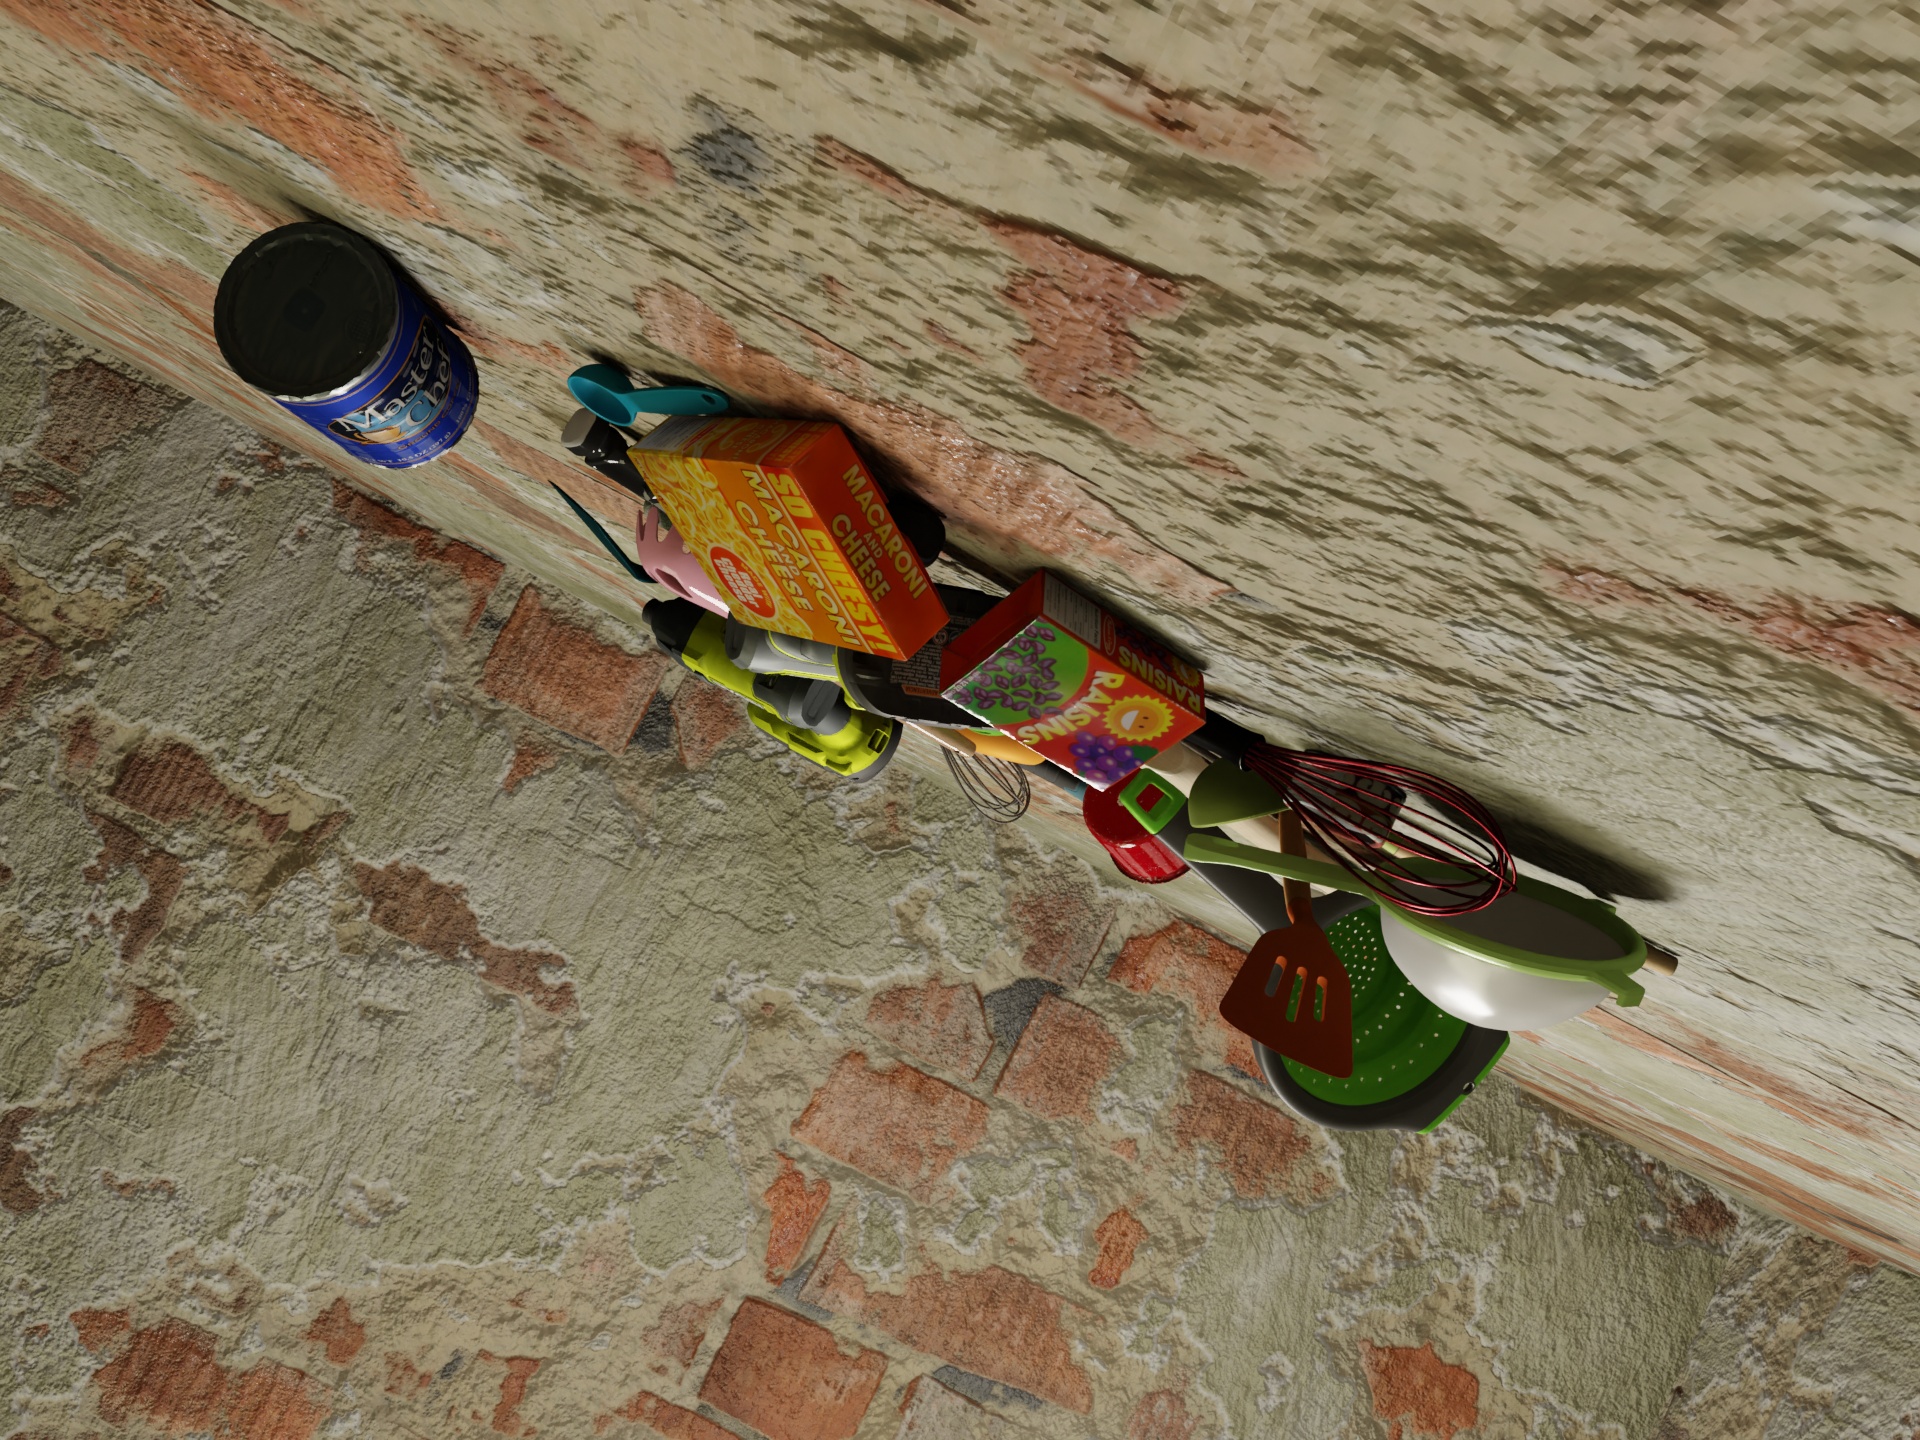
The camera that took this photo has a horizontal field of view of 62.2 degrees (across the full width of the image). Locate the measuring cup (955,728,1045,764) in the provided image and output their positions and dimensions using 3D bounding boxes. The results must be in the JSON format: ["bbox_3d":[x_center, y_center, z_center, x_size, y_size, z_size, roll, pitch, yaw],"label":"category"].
[{"bbox_3d":[-0.002,-0.004,1.247,0.173,0.052,0.095,11,-175,-29],"label":"measuring cup"}]

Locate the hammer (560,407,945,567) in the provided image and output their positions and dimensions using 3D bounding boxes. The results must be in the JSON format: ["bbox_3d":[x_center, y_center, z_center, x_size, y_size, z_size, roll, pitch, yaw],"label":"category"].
[{"bbox_3d":[-0.117,-0.130,0.957,0.127,0.034,0.337,33,172,-40],"label":"hammer"}]

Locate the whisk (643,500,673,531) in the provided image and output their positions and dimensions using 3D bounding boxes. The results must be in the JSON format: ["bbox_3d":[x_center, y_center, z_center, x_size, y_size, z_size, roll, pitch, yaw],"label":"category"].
[{"bbox_3d":[-0.144,-0.116,1.187,0.246,0.059,0.057,29,138,23],"label":"whisk"}]

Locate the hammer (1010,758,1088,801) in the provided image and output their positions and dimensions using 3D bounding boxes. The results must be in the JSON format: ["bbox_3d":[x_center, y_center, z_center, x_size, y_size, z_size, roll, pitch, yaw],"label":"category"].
[{"bbox_3d":[-0.019,-0.011,1.398,0.331,0.033,0.128,28,175,14],"label":"hammer"}]

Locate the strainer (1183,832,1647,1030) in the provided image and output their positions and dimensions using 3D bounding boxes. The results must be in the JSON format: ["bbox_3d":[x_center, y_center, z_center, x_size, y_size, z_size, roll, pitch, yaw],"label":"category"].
[{"bbox_3d":[0.249,0.123,0.906,0.256,0.069,0.151,13,-165,13],"label":"strainer"}]

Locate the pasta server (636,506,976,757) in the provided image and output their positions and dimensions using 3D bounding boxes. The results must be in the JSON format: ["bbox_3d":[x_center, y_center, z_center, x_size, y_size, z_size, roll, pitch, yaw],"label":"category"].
[{"bbox_3d":[-0.102,-0.053,1.128,0.316,0.040,0.060,32,163,-33],"label":"pasta server"}]

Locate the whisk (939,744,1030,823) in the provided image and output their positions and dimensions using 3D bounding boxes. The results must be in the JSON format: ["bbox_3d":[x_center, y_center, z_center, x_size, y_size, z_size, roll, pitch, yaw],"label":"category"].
[{"bbox_3d":[-0.026,-0.008,1.323,0.239,0.055,0.055,47,171,-7],"label":"whisk"}]

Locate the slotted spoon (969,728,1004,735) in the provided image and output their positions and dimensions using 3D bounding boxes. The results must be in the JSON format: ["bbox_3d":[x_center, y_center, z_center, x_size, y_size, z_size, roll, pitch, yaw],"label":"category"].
[{"bbox_3d":[-0.072,-0.064,1.206,0.314,0.031,0.070,34,-178,32],"label":"slotted spoon"}]

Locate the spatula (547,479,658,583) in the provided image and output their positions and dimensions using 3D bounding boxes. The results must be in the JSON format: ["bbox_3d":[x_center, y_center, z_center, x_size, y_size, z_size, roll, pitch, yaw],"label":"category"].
[{"bbox_3d":[-0.185,-0.113,1.255,0.317,0.044,0.082,15,-163,-46],"label":"spatula"}]

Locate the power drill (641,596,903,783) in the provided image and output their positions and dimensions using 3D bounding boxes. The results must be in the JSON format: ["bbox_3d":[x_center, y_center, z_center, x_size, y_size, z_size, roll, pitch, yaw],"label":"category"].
[{"bbox_3d":[-0.148,-0.030,1.281,0.171,0.080,0.223,26,173,23],"label":"power drill"}]

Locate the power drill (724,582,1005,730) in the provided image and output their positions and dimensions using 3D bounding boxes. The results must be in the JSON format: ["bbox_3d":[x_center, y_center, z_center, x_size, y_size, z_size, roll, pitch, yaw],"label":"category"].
[{"bbox_3d":[-0.028,-0.044,1.003,0.190,0.080,0.229,8,-177,-24],"label":"power drill"}]

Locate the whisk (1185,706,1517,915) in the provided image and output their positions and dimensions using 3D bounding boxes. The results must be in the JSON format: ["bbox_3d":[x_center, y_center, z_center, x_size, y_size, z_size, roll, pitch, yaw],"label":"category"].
[{"bbox_3d":[0.181,0.027,0.898,0.296,0.073,0.073,31,178,38],"label":"whisk"}]

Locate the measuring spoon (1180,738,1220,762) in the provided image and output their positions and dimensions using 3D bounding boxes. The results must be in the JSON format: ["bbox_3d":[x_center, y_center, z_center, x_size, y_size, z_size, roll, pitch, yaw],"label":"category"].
[{"bbox_3d":[0.194,0.031,1.090,0.124,0.018,0.034,32,-174,26],"label":"measuring spoon"}]

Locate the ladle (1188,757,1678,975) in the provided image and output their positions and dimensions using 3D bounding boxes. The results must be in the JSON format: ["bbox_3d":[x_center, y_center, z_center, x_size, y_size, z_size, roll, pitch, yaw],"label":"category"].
[{"bbox_3d":[0.298,0.101,1.011,0.320,0.062,0.078,24,-175,4],"label":"ladle"}]

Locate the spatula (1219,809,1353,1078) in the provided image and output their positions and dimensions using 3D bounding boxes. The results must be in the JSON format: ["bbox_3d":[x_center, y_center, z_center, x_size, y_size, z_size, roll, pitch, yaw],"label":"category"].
[{"bbox_3d":[0.208,0.116,1.003,0.081,0.041,0.323,26,-161,1],"label":"spatula"}]

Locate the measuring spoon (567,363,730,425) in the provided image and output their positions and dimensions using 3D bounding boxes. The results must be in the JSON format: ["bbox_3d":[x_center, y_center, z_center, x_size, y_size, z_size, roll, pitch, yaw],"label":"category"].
[{"bbox_3d":[-0.163,-0.179,0.855,0.129,0.021,0.042,10,155,41],"label":"measuring spoon"}]

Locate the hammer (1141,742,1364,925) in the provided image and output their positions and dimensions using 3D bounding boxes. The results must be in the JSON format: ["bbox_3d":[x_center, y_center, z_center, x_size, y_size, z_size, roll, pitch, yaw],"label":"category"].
[{"bbox_3d":[0.246,0.093,1.279,0.146,0.038,0.410,23,173,47],"label":"hammer"}]

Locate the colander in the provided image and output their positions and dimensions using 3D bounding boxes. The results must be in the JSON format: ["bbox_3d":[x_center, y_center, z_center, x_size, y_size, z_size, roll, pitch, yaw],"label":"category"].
[{"bbox_3d":[0.250,0.156,1.210,0.396,0.204,0.095,41,-179,-21],"label":"colander"}]
